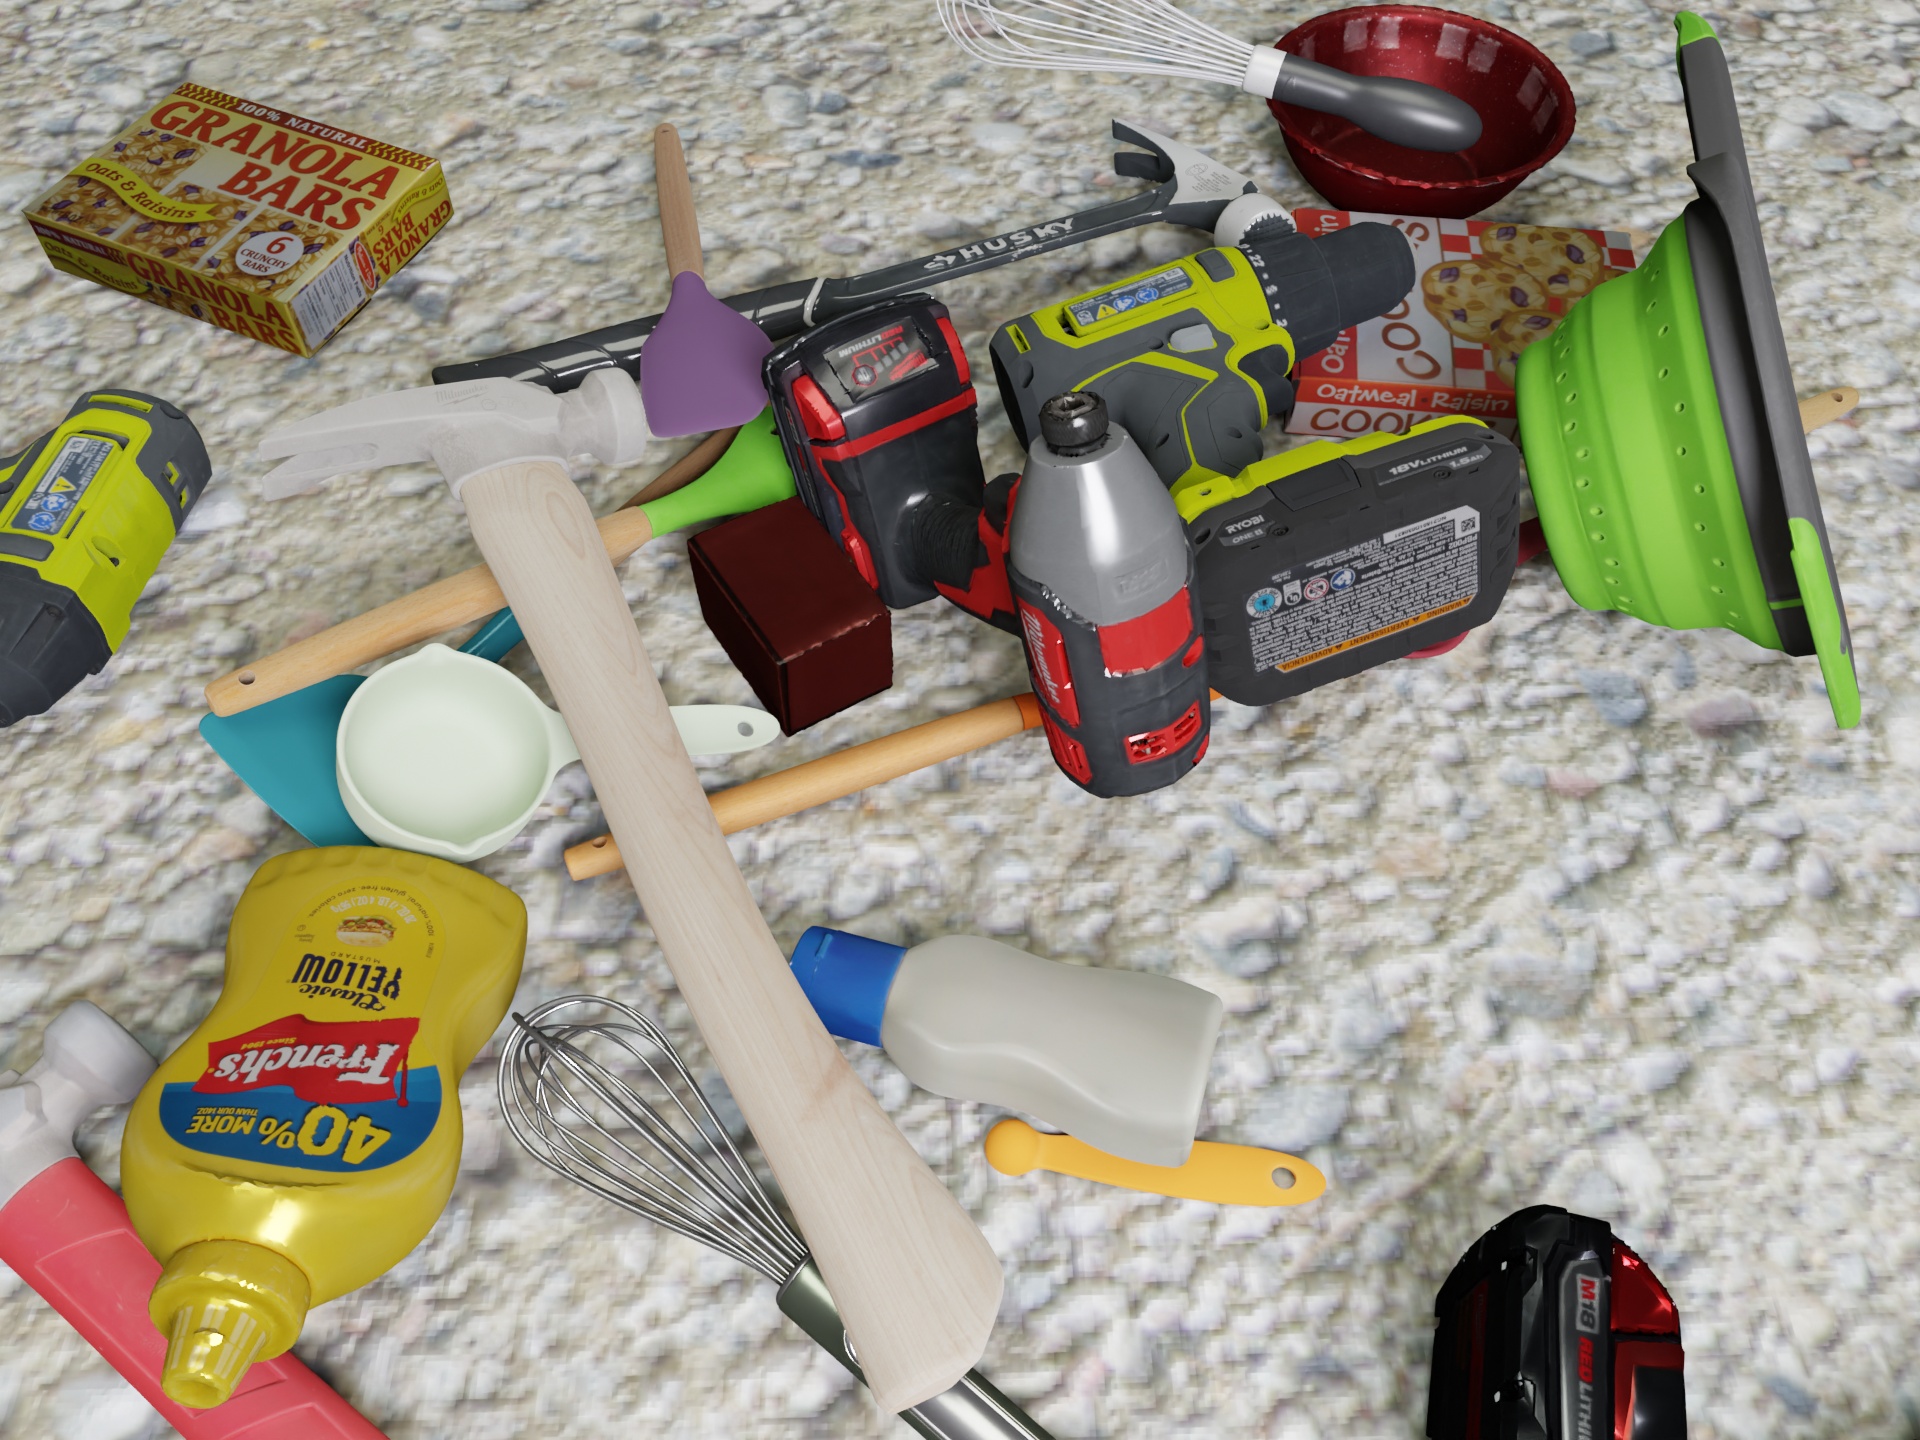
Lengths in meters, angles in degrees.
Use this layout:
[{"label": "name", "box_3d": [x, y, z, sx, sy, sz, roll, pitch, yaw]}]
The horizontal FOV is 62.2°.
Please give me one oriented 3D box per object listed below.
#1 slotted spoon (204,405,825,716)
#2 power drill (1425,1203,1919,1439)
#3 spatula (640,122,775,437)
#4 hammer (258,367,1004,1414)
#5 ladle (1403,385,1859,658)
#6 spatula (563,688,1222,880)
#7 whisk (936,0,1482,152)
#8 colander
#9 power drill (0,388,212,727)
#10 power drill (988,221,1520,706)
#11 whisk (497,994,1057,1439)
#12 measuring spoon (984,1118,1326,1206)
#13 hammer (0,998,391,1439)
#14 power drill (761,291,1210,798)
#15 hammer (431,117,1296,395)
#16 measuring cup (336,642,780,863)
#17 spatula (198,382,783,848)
[{"label": "slotted spoon", "box_3d": [-0.151, -0.070, 0.653, 0.314, 0.031, 0.070, -28, 72, -30]}, {"label": "power drill", "box_3d": [0.260, 0.209, 0.463, 0.226, 0.080, 0.188, 13, 56, 6]}, {"label": "spatula", "box_3d": [-0.130, -0.221, 0.762, 0.060, 0.018, 0.316, -12, 43, -5]}, {"label": "hammer", "box_3d": [-0.110, 0.035, 0.540, 0.146, 0.038, 0.411, -16, 60, -28]}, {"label": "ladle", "box_3d": [0.286, -0.097, 0.709, 0.315, 0.031, 0.069, -23, 70, -18]}, {"label": "spatula", "box_3d": [-0.001, -0.002, 0.631, 0.322, 0.041, 0.081, -19, 44, -12]}, {"label": "whisk", "box_3d": [0.120, -0.332, 0.793, 0.284, 0.070, 0.070, 20, 57, 7]}, {"label": "colander", "box_3d": [0.291, -0.170, 0.671, 0.094, 0.204, 0.397, -13, 47, 30]}, {"label": "power drill", "box_3d": [-0.455, -0.075, 0.662, 0.223, 0.080, 0.171, 9, 55, 3]}, {"label": "power drill", "box_3d": [0.130, -0.123, 0.649, 0.190, 0.080, 0.229, -20, 43, -1]}, {"label": "whisk", "box_3d": [-0.056, 0.170, 0.506, 0.246, 0.059, 0.058, 36, 72, 17]}, {"label": "measuring spoon", "box_3d": [0.066, 0.150, 0.541, 0.117, 0.011, 0.021, 6, 55, 4]}, {"label": "hammer", "box_3d": [-0.189, 0.238, 0.461, 0.386, 0.038, 0.143, 30, 61, 20]}, {"label": "power drill", "box_3d": [0.010, -0.078, 0.591, 0.078, 0.143, 0.220, -27, 38, -16]}, {"label": "hammer", "box_3d": [-0.053, -0.213, 0.777, 0.409, 0.036, 0.149, -18, 43, -9]}, {"label": "measuring cup", "box_3d": [-0.152, 0.014, 0.609, 0.167, 0.038, 0.083, -4, 68, -30]}, {"label": "spatula", "box_3d": [-0.164, -0.063, 0.673, 0.082, 0.044, 0.317, 43, 60, 0]}]
